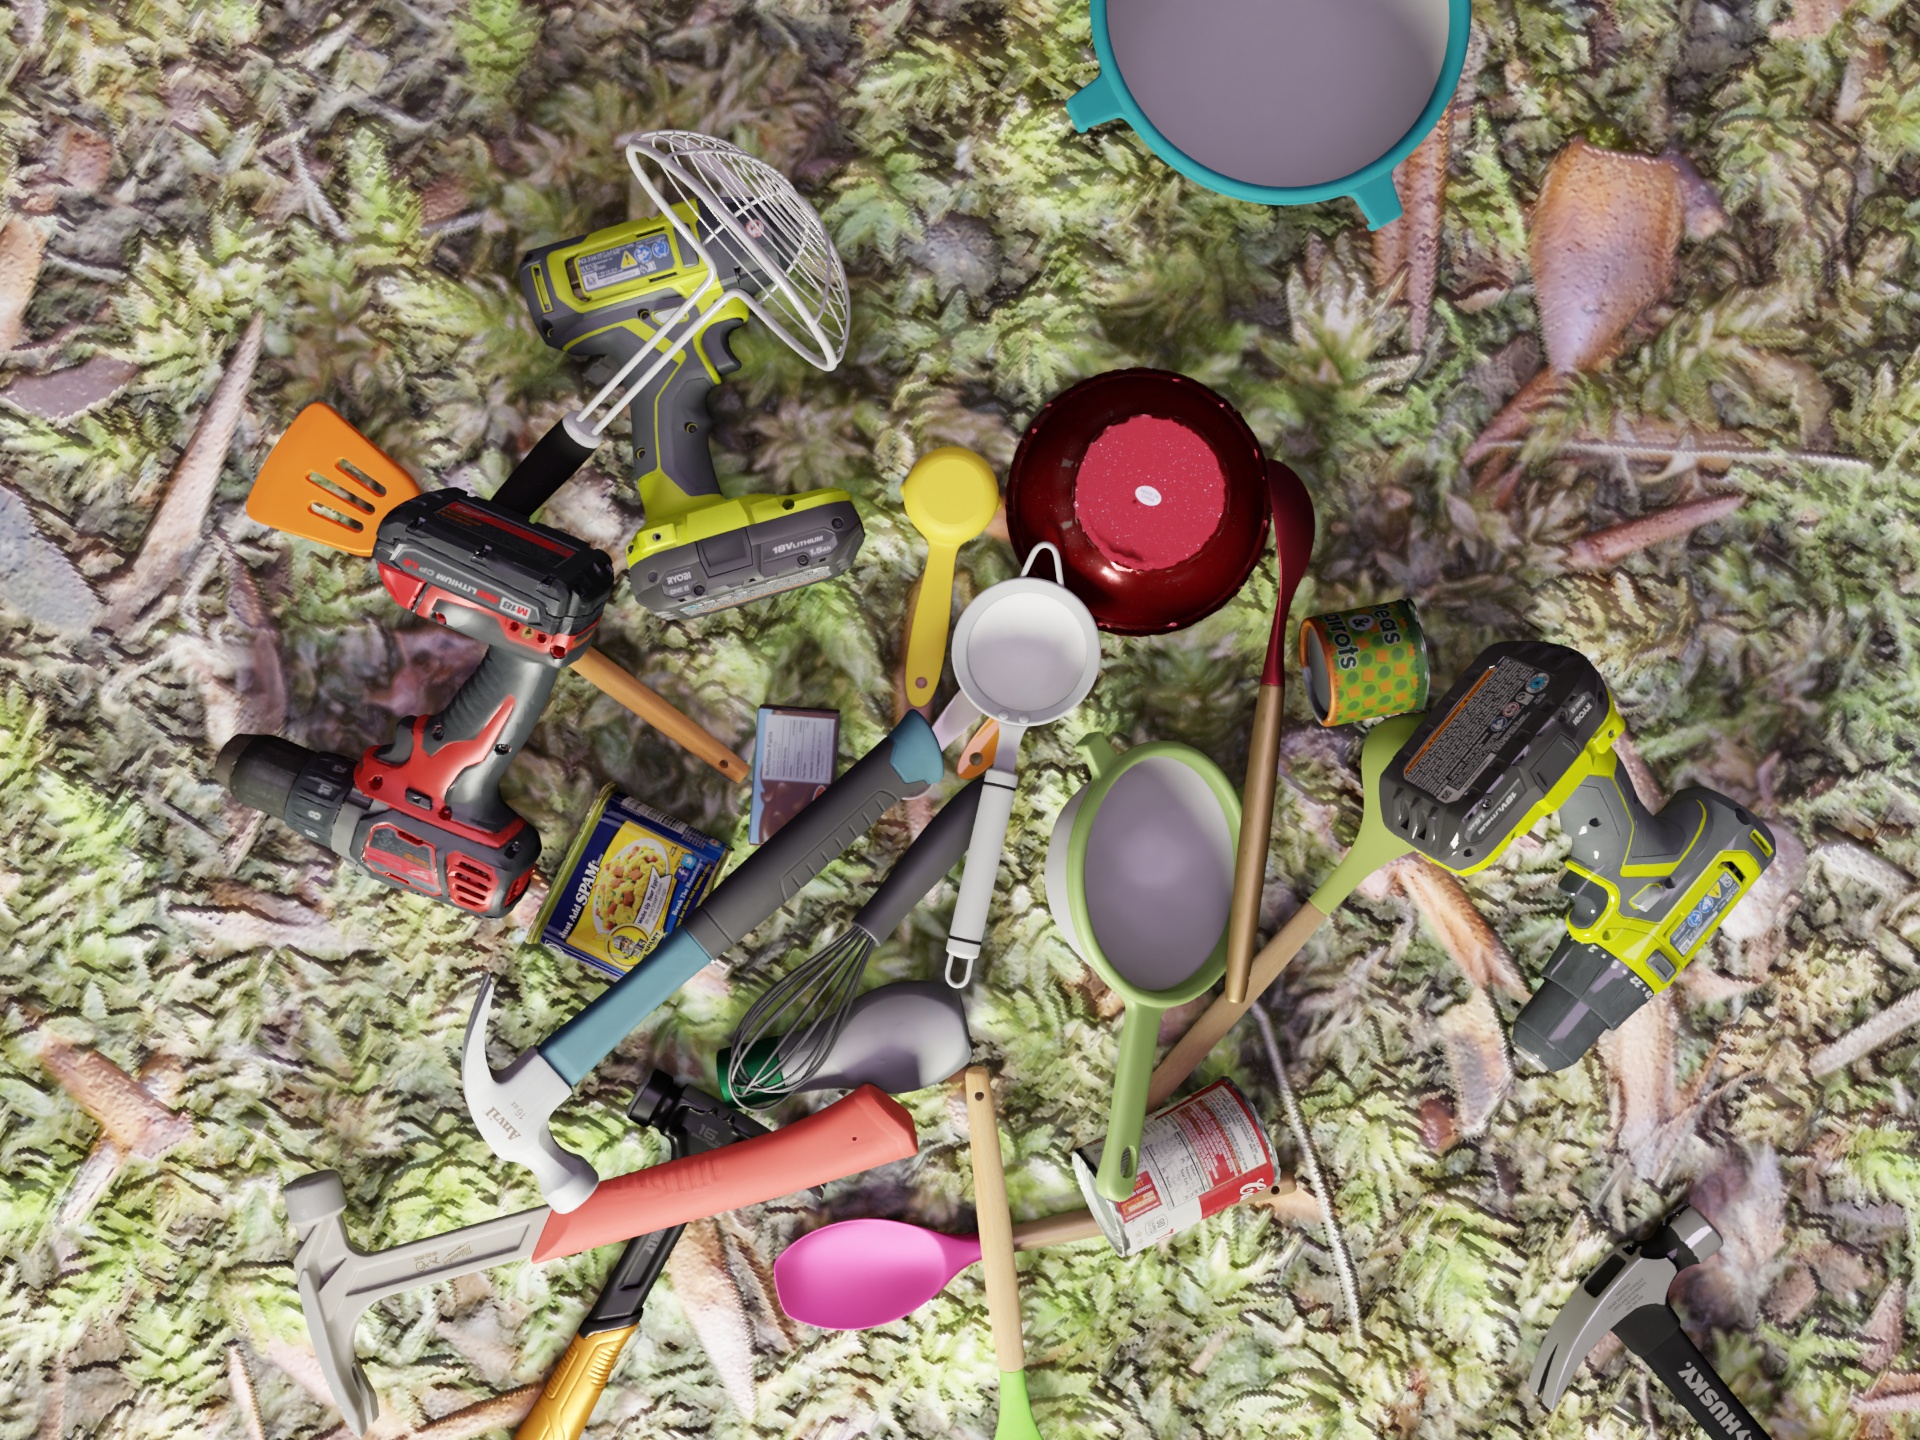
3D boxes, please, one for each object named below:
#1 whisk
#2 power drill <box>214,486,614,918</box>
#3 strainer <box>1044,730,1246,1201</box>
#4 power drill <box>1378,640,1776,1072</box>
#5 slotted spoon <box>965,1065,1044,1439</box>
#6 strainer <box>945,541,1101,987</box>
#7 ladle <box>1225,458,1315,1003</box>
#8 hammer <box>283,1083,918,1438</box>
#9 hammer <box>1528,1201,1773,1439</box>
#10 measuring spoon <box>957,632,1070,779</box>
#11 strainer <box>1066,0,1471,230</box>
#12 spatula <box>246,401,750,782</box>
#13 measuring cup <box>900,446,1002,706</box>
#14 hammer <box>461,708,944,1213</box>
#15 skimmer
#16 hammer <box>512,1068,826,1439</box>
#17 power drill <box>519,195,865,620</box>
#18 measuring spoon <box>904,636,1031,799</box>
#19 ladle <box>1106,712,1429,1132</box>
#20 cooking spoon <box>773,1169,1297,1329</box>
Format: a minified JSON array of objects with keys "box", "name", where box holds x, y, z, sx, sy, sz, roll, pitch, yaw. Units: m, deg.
[{"box":[-0.051,0.124,0.916,0.055,0.055,0.239,41,73,-2],"name":"whisk"},{"box":[-0.306,-0.013,0.890,0.188,0.080,0.226,23,110,-2],"name":"power drill"},{"box":[0.090,0.139,0.911,0.151,0.069,0.256,17,78,-39],"name":"strainer"},{"box":[0.342,0.082,0.902,0.228,0.080,0.190,40,90,-28],"name":"power drill"},{"box":[0.025,0.358,0.940,0.070,0.031,0.314,-6,96,-1],"name":"slotted spoon"},{"box":[0.024,0.026,0.918,0.087,0.050,0.258,12,84,10],"name":"strainer"},{"box":[0.176,0.005,0.919,0.031,0.069,0.315,6,87,18],"name":"ladle"},{"box":[-0.198,0.289,0.908,0.359,0.037,0.149,-16,91,1],"name":"hammer"},{"box":[0.491,0.464,0.967,0.146,0.035,0.335,-40,92,-1],"name":"hammer"},{"box":[0.039,-0.009,0.954,0.021,0.011,0.117,42,93,12],"name":"measuring spoon"},{"box":[0.190,-0.449,0.905,0.211,0.095,0.340,17,89,-5],"name":"strainer"},{"box":[-0.258,-0.060,0.927,0.322,0.041,0.081,36,99,-3],"name":"spatula"},{"box":[-0.013,-0.085,0.938,0.062,0.029,0.156,9,89,-2],"name":"measuring cup"},{"box":[-0.136,0.115,0.888,0.331,0.033,0.128,-41,107,-13],"name":"hammer"},{"box":[-0.177,-0.159,0.789,0.127,0.363,0.090,46,48,-14],"name":"skimmer"},{"box":[-0.212,0.381,0.944,0.127,0.034,0.337,30,91,-1],"name":"hammer"},{"box":[-0.139,-0.183,0.911,0.171,0.080,0.223,-16,89,0],"name":"power drill"},{"box":[-0.002,-0.003,0.952,0.034,0.018,0.124,43,83,-5],"name":"measuring spoon"},{"box":[0.193,0.128,0.951,0.078,0.062,0.320,39,97,-9],"name":"ladle"},{"box":[0.046,0.309,0.957,0.319,0.017,0.068,-11,96,-1],"name":"cooking spoon"}]
